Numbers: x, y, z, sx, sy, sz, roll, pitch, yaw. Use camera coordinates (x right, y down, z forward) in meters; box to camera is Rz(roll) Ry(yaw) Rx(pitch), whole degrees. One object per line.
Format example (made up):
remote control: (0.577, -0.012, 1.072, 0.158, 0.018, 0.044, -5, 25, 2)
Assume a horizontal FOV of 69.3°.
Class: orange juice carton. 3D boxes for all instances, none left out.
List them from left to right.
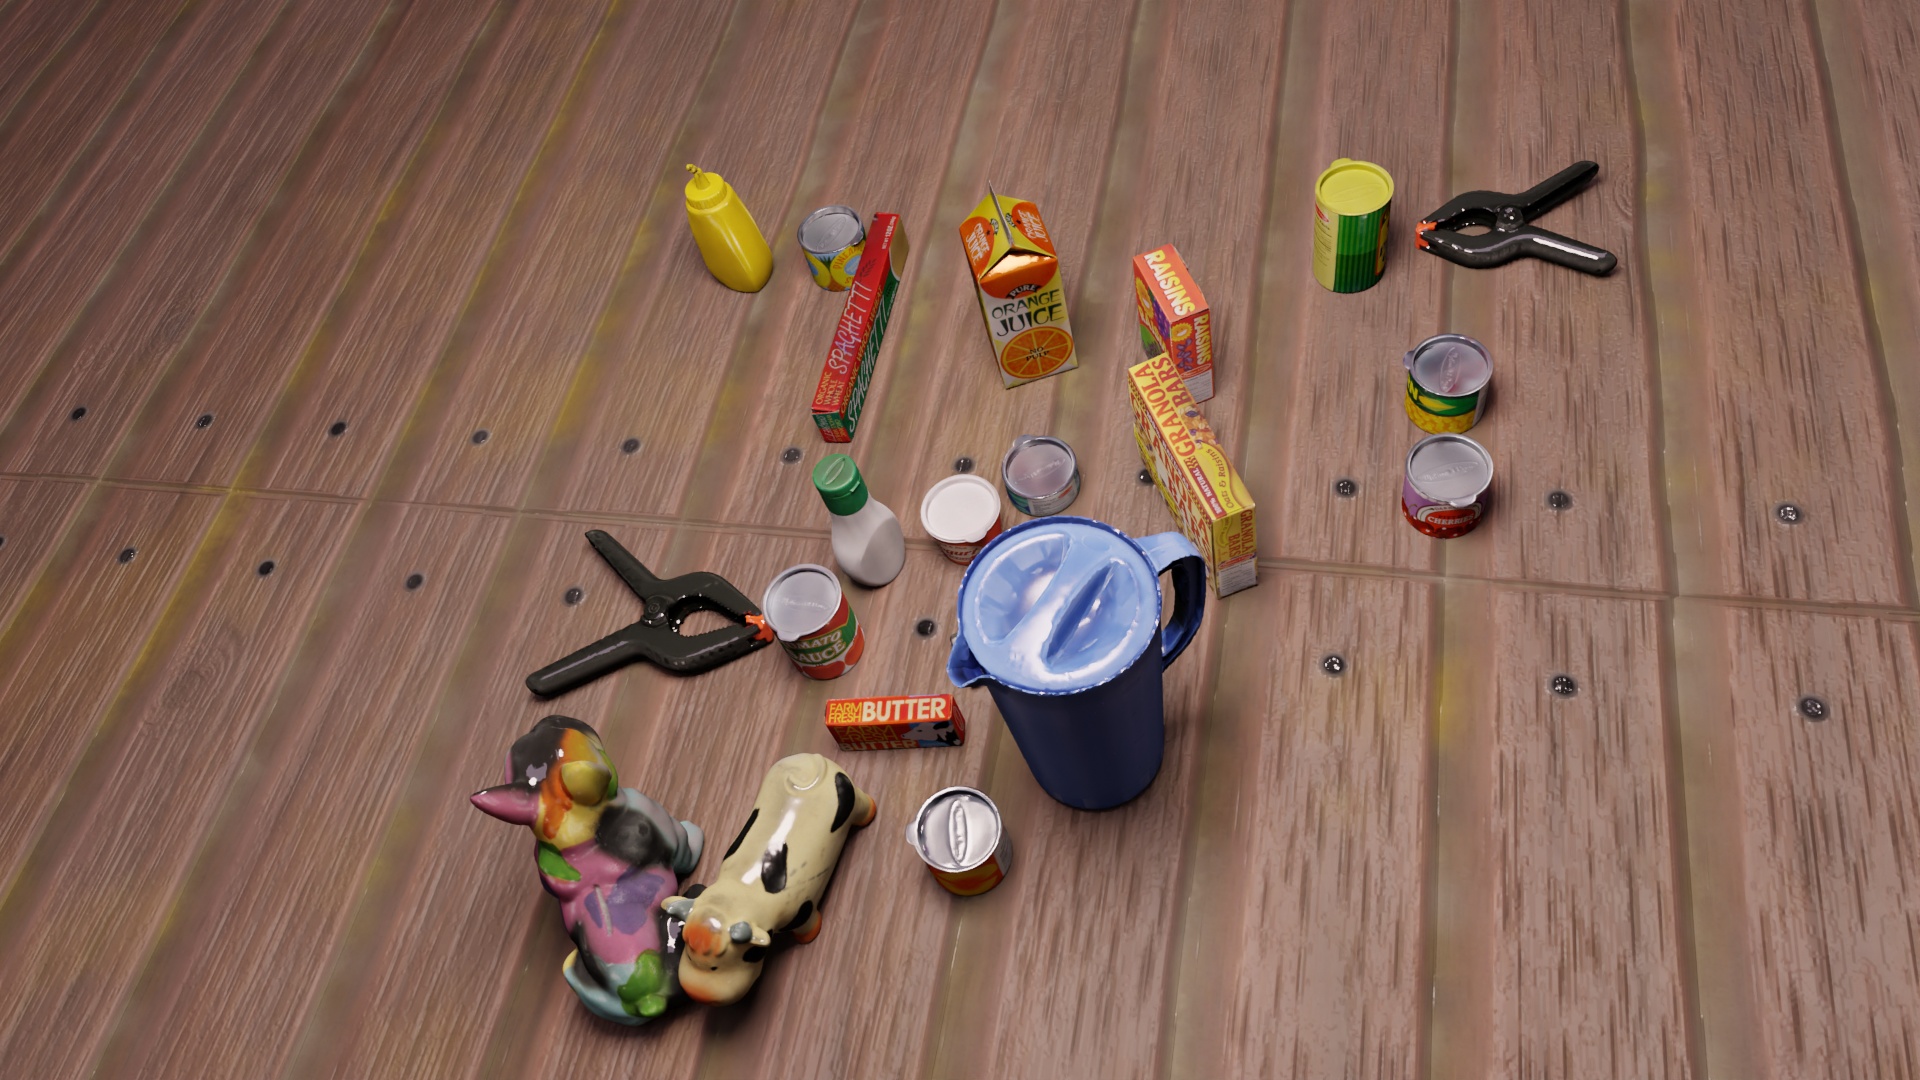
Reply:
orange juice carton: (0.050, -0.227, 1.231, 0.073, 0.191, 0.072, -17, 56, 2)

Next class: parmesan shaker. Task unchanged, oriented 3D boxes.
parmesan shaker: (0.352, -0.283, 1.254, 0.071, 0.102, 0.071, -6, 57, 9)

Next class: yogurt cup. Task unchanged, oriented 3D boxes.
yogurt cup: (0.004, -0.015, 1.189, 0.072, 0.053, 0.073, -6, 57, 9)

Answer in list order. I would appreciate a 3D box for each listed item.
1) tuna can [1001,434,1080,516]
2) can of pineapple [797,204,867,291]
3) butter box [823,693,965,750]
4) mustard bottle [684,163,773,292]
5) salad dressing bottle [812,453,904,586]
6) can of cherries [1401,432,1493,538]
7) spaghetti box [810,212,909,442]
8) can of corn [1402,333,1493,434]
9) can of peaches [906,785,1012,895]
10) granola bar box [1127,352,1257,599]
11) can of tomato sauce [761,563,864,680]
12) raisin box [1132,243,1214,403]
tuna can: (0.069, -0.058, 1.215, 0.071, 0.032, 0.071, -6, 57, 9)
can of pineapple: (-0.123, -0.291, 1.392, 0.071, 0.057, 0.071, -6, 57, 9)
butter box: (-0.052, 0.144, 1.100, 0.103, 0.053, 0.024, -4, 58, 10)
mustard bottle: (-0.235, -0.313, 1.369, 0.065, 0.159, 0.049, 17, 63, 22)
salad dressing bottle: (-0.085, -0.016, 1.154, 0.044, 0.147, 0.064, 25, 67, 25)
can of cherries: (0.391, -0.041, 1.118, 0.071, 0.058, 0.072, -6, 57, 9)
spaghetti box: (-0.094, -0.207, 1.336, 0.029, 0.050, 0.251, 5, 59, 15)
can of corn: (0.408, -0.131, 1.171, 0.071, 0.058, 0.071, -6, 57, 9)
can of peaches: (0.000, 0.224, 1.035, 0.071, 0.057, 0.071, -6, 57, 9)
granola bar box: (0.188, -0.051, 1.130, 0.039, 0.123, 0.166, -22, 56, -1)
can of tomato sauce: (-0.120, 0.070, 1.145, 0.071, 0.082, 0.071, -6, 57, 9)
raisin box: (0.188, -0.186, 1.216, 0.040, 0.123, 0.086, -20, 56, 0)
